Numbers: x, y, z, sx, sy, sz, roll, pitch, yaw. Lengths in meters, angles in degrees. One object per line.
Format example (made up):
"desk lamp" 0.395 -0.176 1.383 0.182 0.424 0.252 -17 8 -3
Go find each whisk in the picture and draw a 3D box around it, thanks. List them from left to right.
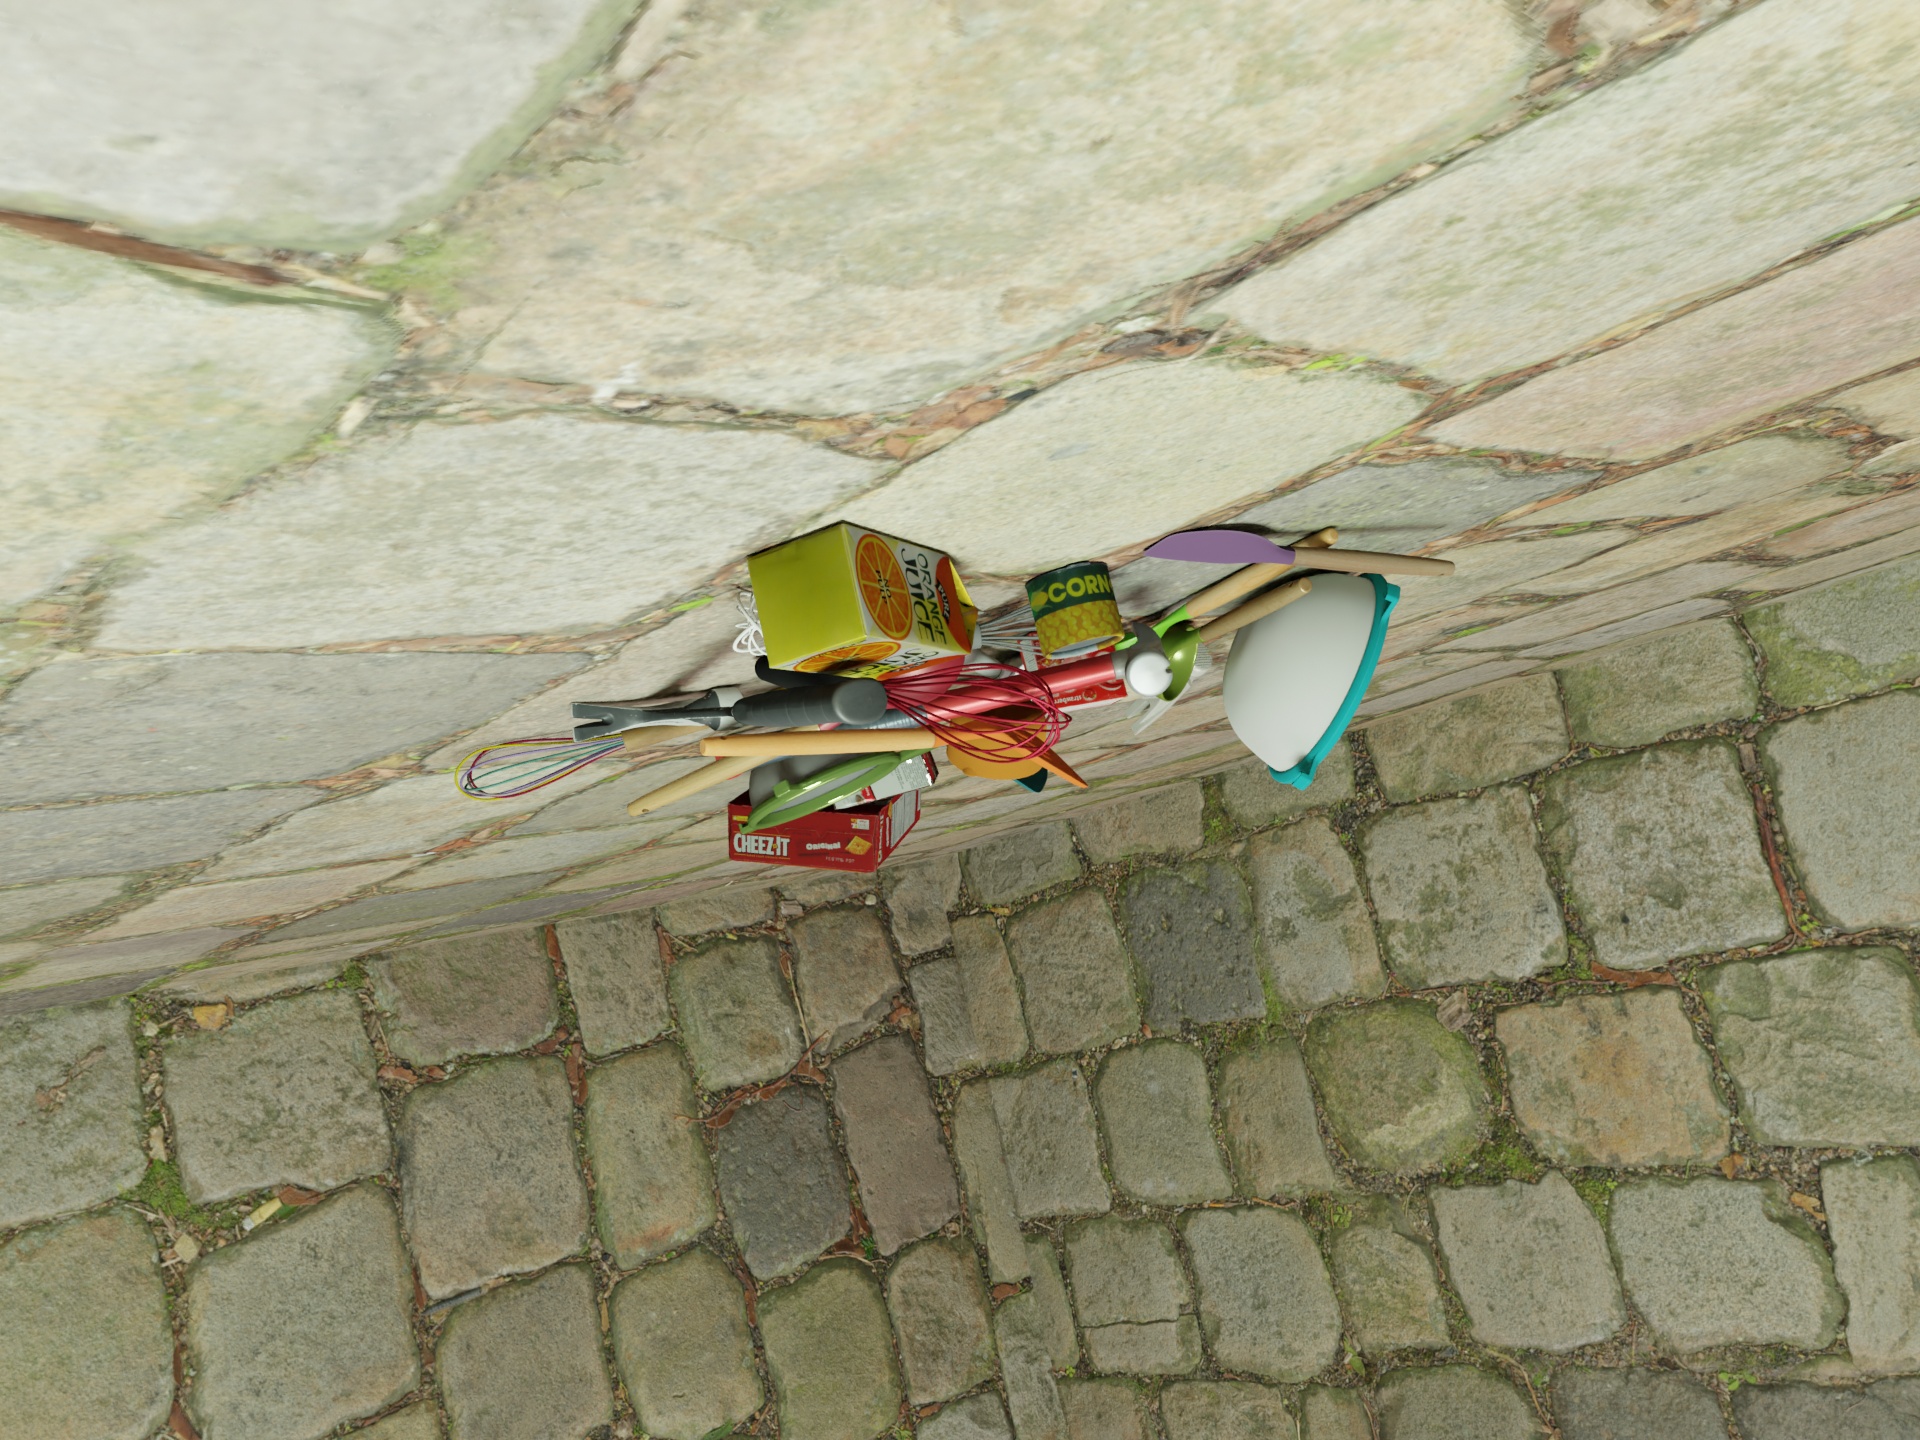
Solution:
"whisk" -0.312 0.020 1.366 0.245 0.047 0.051 -16 -176 -10
"whisk" -0.098 -0.063 1.130 0.058 0.059 0.246 -44 168 13
"whisk" -0.044 -0.020 1.173 0.296 0.073 0.073 11 -172 37
"whisk" 0.013 -0.066 1.281 0.239 0.055 0.055 -8 171 -10

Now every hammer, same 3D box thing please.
"hammer" -0.162 -0.008 1.147 0.149 0.036 0.409 -6 -178 -29
"hammer" -0.019 -0.015 1.344 0.386 0.038 0.143 -13 -166 4
"hammer" 0.060 -0.018 1.614 0.410 0.038 0.146 -6 153 -32

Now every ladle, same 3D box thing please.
"ladle" -0.135 0.013 1.279 0.315 0.031 0.069 -24 147 15
"ladle" 0.243 -0.078 1.439 0.062 0.078 0.320 33 163 -9

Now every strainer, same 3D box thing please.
"strainer" -0.091 0.020 1.467 0.256 0.069 0.151 -23 172 -26
"strainer" 0.032 -0.047 1.456 0.087 0.050 0.258 -50 158 6
"strainer" 0.296 -0.066 1.520 0.095 0.211 0.340 23 -173 -7

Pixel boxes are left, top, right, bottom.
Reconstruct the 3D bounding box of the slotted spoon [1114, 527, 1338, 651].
"slotted spoon" 0.219 -0.106 1.405 0.070 0.031 0.314 -20 175 -35

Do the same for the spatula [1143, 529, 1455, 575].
"spatula" 0.283 -0.131 1.269 0.315 0.018 0.060 1 162 -32

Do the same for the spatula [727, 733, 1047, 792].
"spatula" -0.074 0.034 1.556 0.317 0.044 0.082 2 -162 8

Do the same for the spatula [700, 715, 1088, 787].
"spatula" -0.045 0.022 1.196 0.322 0.041 0.081 -2 -150 -32

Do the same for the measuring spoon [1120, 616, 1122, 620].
"measuring spoon" 0.113 -0.090 1.408 0.021 0.011 0.117 -20 173 33

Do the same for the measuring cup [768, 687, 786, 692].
"measuring cup" -0.106 -0.018 1.449 0.156 0.029 0.062 -6 169 -28

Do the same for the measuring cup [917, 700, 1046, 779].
"measuring cup" -0.002 -0.005 1.419 0.174 0.052 0.095 22 -149 26
